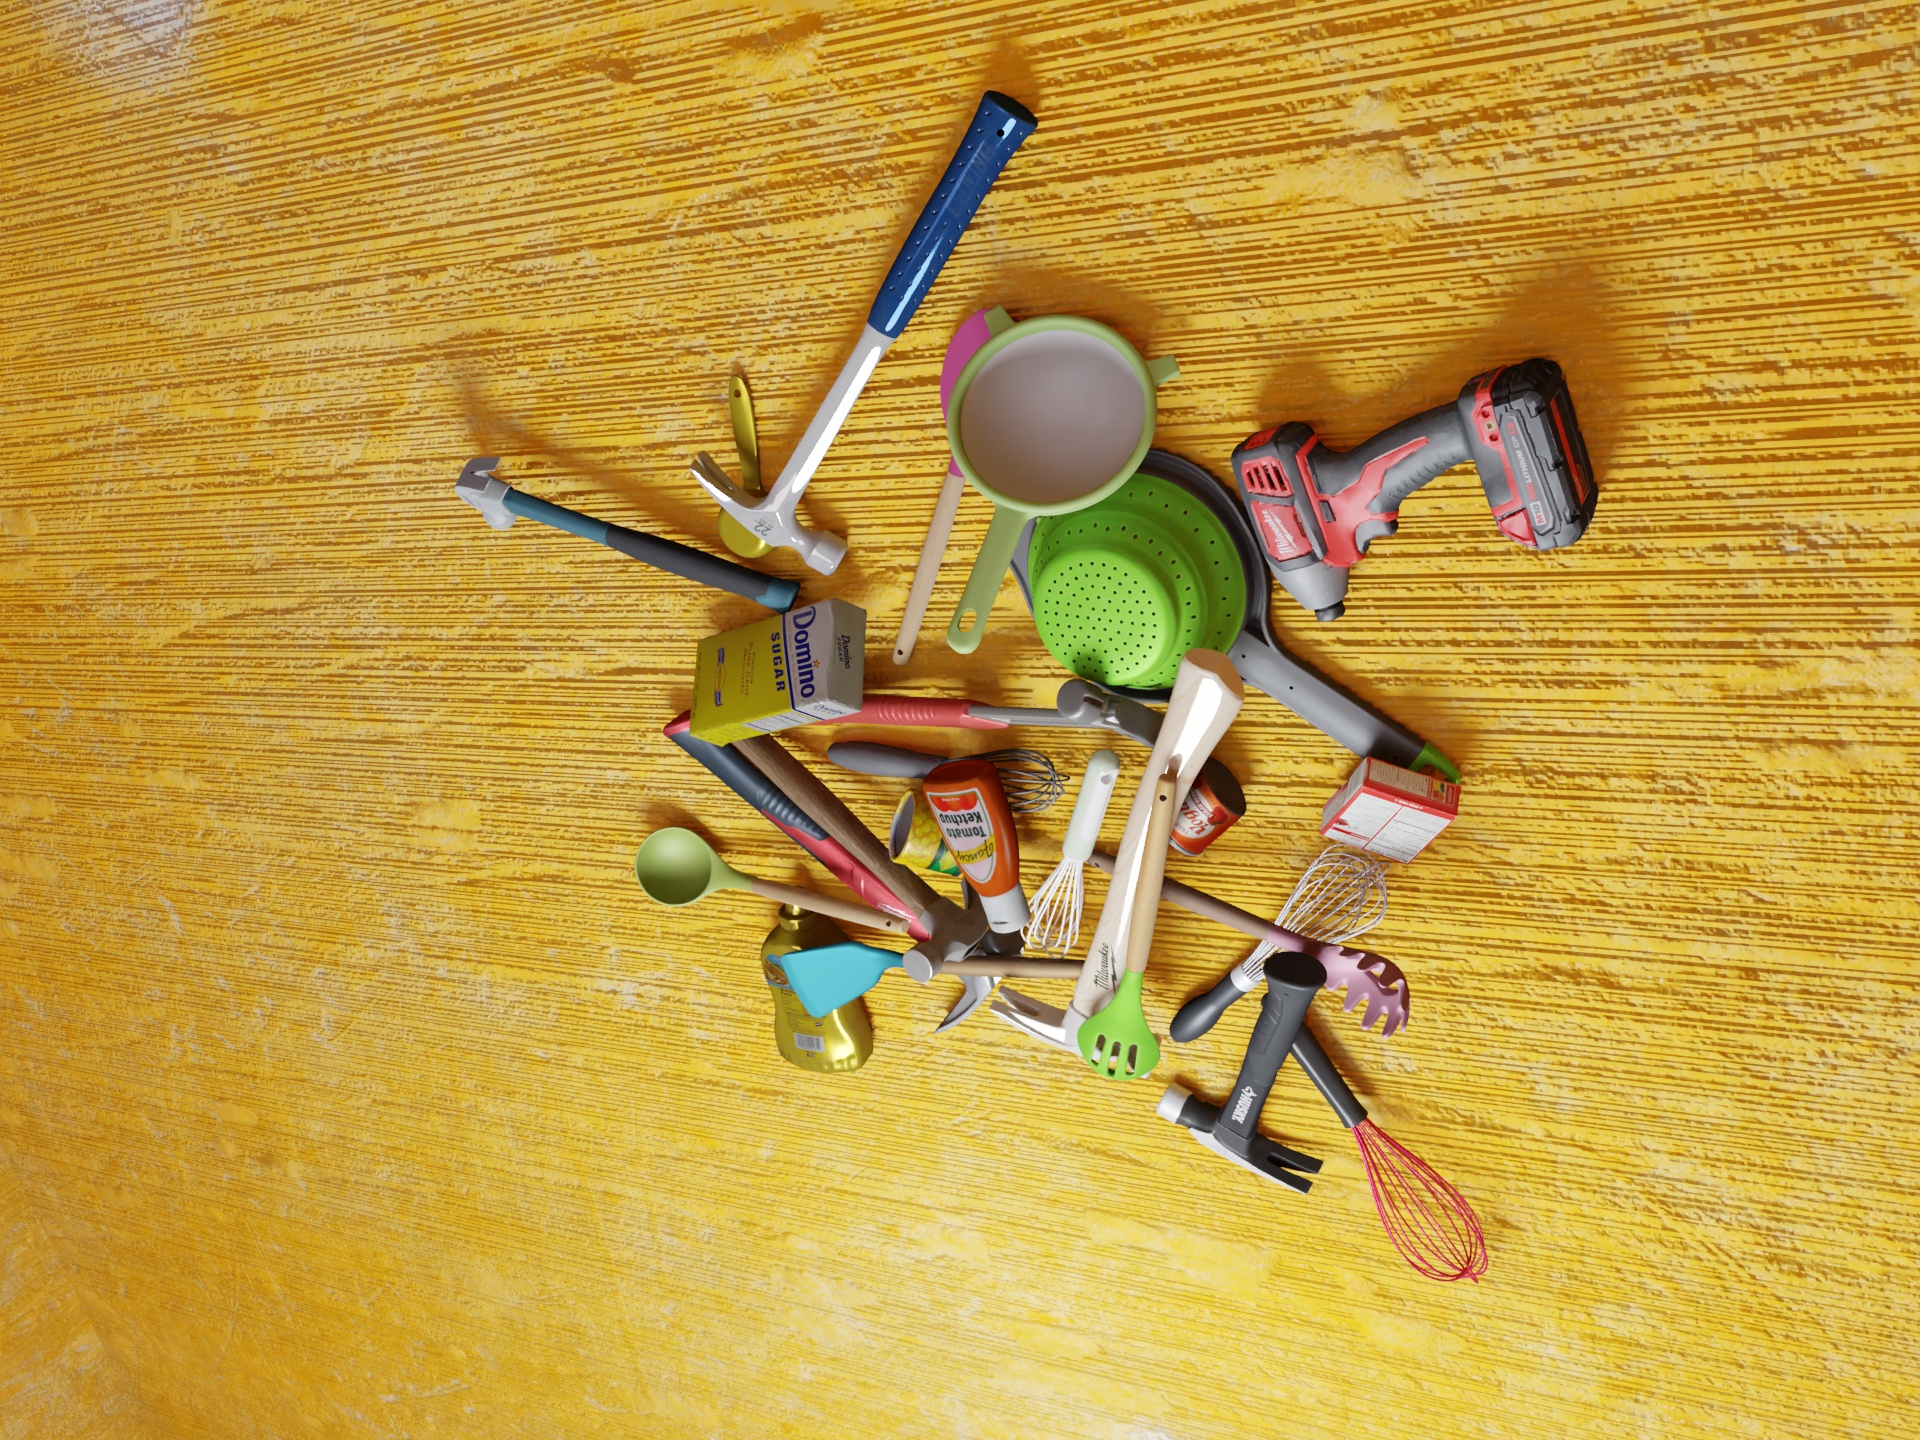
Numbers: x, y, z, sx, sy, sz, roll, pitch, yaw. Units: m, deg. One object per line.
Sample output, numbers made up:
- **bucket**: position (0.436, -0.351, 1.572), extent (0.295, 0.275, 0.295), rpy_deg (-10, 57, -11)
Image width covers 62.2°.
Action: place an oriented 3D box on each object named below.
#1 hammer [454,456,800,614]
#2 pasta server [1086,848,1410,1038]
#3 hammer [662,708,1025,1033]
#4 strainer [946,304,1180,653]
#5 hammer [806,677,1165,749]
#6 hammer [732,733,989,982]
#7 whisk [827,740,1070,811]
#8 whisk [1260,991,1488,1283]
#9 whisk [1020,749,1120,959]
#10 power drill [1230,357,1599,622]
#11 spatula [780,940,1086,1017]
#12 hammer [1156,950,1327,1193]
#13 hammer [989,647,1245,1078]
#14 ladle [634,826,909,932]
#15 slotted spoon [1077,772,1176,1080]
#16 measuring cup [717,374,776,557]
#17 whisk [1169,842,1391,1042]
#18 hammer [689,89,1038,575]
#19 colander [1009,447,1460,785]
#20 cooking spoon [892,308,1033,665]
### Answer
- **hammer**: position (-0.291, -0.156, 1.386), extent (0.331, 0.033, 0.128), rpy_deg (20, 168, 11)
- **pasta server**: position (0.217, 0.161, 1.244), extent (0.316, 0.040, 0.060), rpy_deg (21, 136, 41)
- **hammer**: position (-0.125, 0.130, 1.472), extent (0.386, 0.038, 0.143), rpy_deg (39, 128, 5)
- **strainer**: position (0.051, -0.162, 1.145), extent (0.151, 0.069, 0.256), rpy_deg (20, 84, 16)
- **hammer**: position (-0.002, -0.004, 1.309), extent (0.359, 0.149, 0.037), rpy_deg (2, 77, 38)
- **hammer**: position (-0.106, 0.088, 1.406), extent (0.331, 0.130, 0.031), rpy_deg (42, 128, 16)
- **whisk**: position (-0.015, 0.040, 1.363), extent (0.239, 0.055, 0.055), rpy_deg (7, 119, 31)
- **whisk**: position (0.340, 0.348, 1.323), extent (0.073, 0.073, 0.296), rpy_deg (-36, 90, 37)
- **whisk**: position (0.094, 0.113, 1.313), extent (0.246, 0.057, 0.059), rpy_deg (103, 148, -44)
- **power drill**: position (0.302, -0.149, 1.071), extent (0.220, 0.078, 0.143), rpy_deg (-12, 109, 36)
- **spatula**: position (-0.009, 0.225, 1.406), extent (0.317, 0.044, 0.082), rpy_deg (-4, 124, 30)
- **hammer**: position (0.246, 0.279, 1.274), extent (0.146, 0.035, 0.334), rpy_deg (28, 148, 18)
- **hammer**: position (0.129, 0.114, 1.238), extent (0.146, 0.038, 0.410), rpy_deg (20, 127, 10)
- **ladle**: position (-0.179, 0.157, 1.464), extent (0.320, 0.062, 0.078), rpy_deg (9, 93, 38)
- **slotted spoon**: position (0.137, 0.171, 1.233), extent (0.070, 0.031, 0.313), rpy_deg (14, 124, 12)
- **measuring cup**: position (-0.183, -0.208, 1.326), extent (0.062, 0.029, 0.156), rpy_deg (10, 122, 24)
- **whisk**: position (0.252, 0.191, 1.293), extent (0.070, 0.070, 0.284), rpy_deg (41, 132, 4)
- **hammer**: position (-0.070, -0.291, 1.204), extent (0.144, 0.035, 0.405), rpy_deg (30, 125, -10)
- **colander**: position (0.186, -0.047, 1.172), extent (0.397, 0.094, 0.204), rpy_deg (35, 126, 8)
- **cooking spoon**: position (-0.009, -0.175, 1.259), extent (0.069, 0.017, 0.318), rpy_deg (24, 124, 7)
